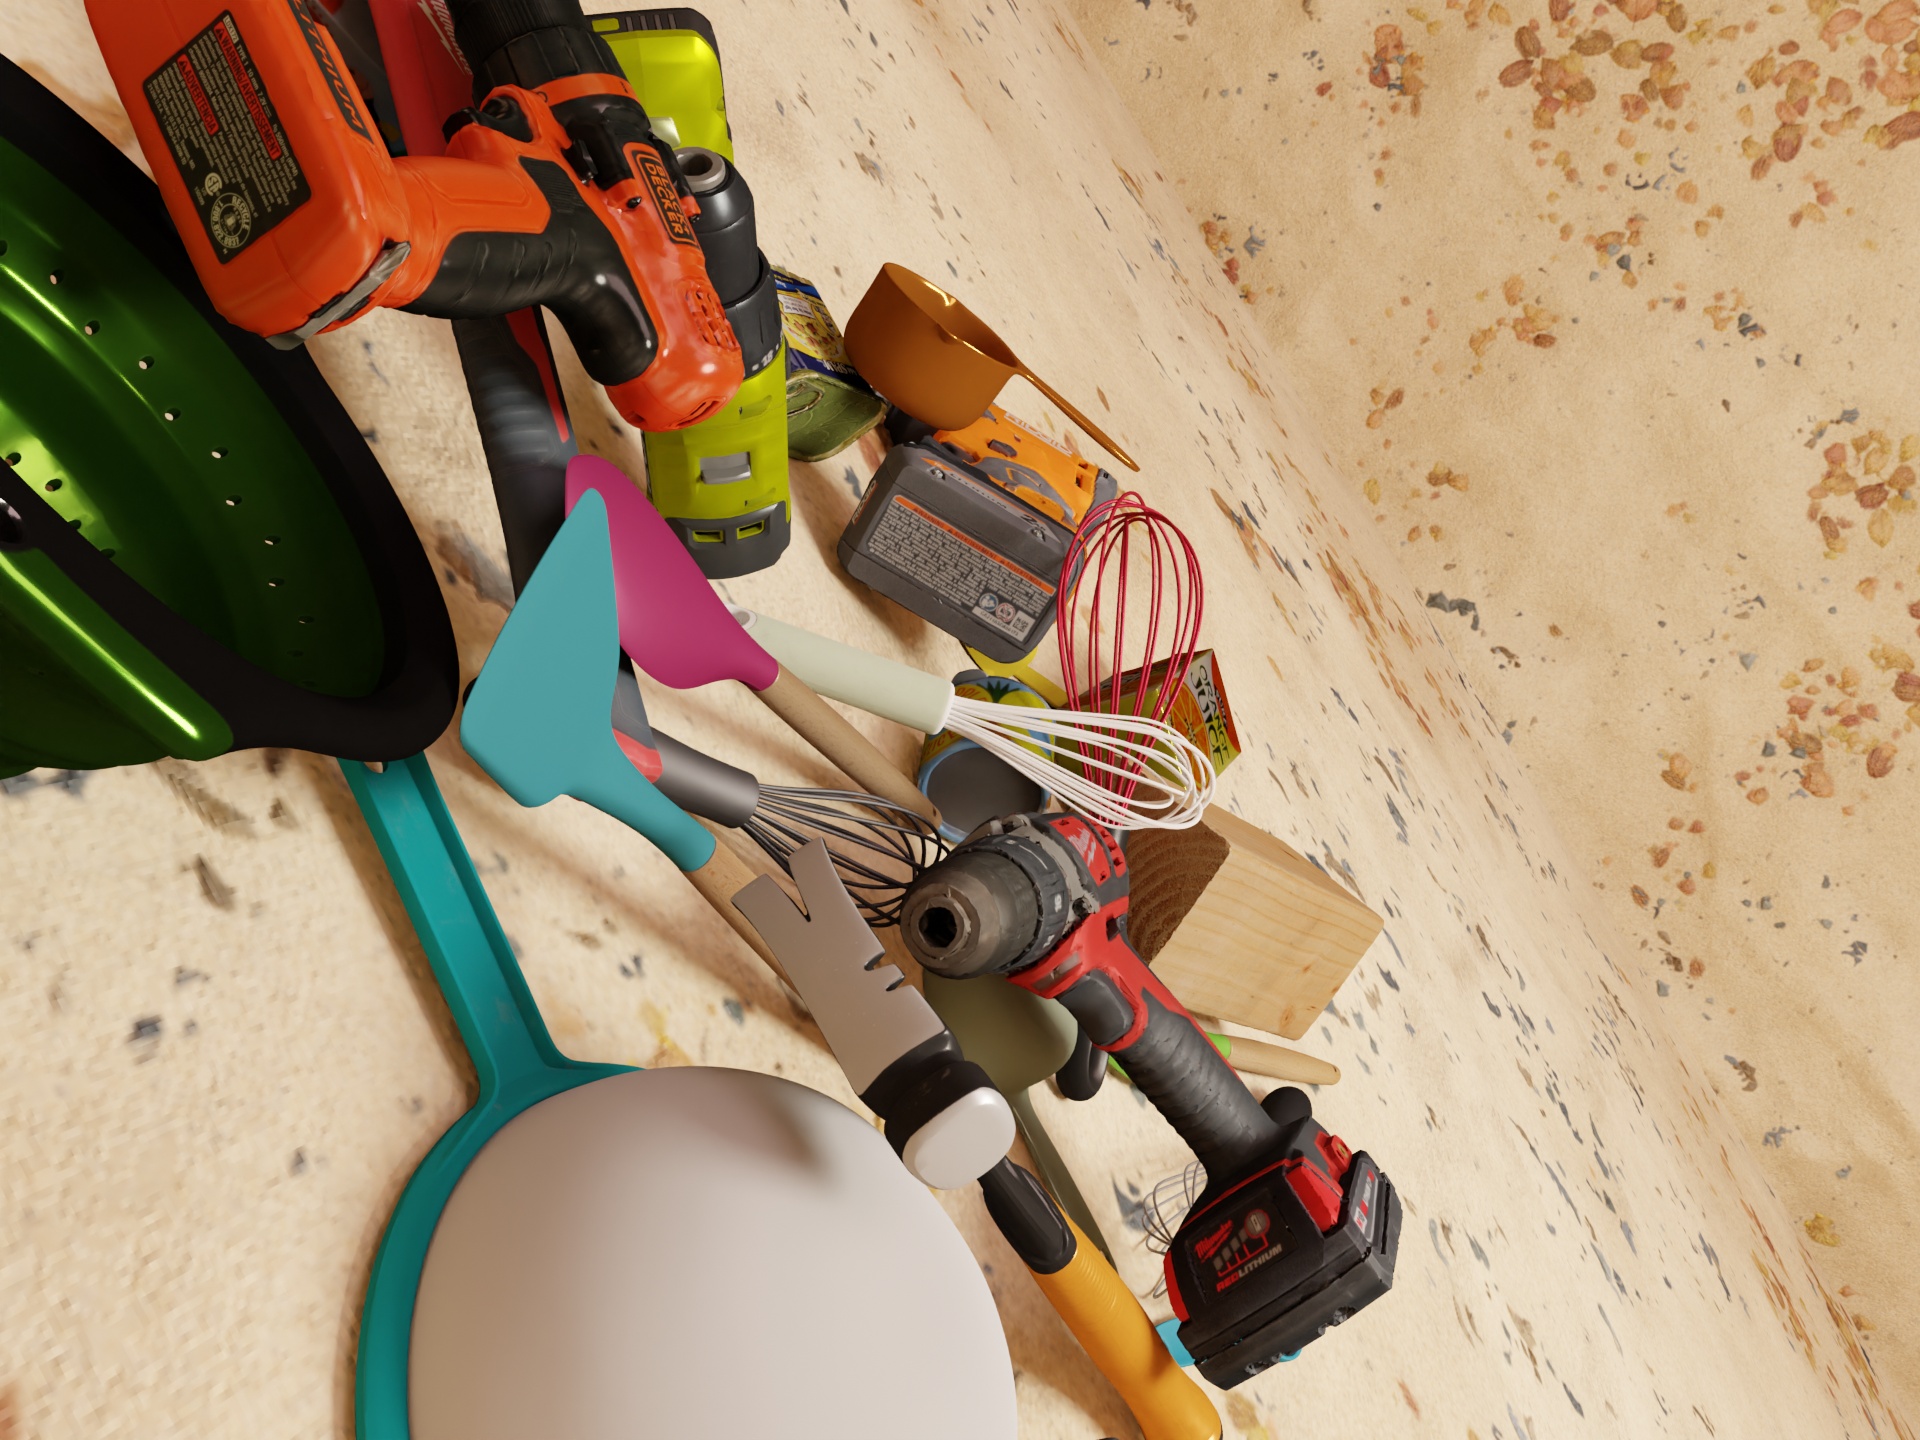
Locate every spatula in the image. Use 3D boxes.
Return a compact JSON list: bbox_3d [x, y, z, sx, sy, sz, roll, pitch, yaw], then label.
[{"bbox_3d":[-0.066,0.059,0.527,0.317,0.044,0.082,56,44,-45],"label":"spatula"}]

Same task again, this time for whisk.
[{"bbox_3d":[-0.001,-0.002,0.697,0.246,0.059,0.058,20,41,-11],"label":"whisk"},{"bbox_3d":[0.072,0.032,0.764,0.073,0.073,0.296,20,74,-55],"label":"whisk"},{"bbox_3d":[0.148,0.232,0.814,0.070,0.070,0.284,62,19,9],"label":"whisk"},{"bbox_3d":[-0.086,0.033,0.606,0.238,0.055,0.055,28,38,-42],"label":"whisk"}]

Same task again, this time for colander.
[{"bbox_3d":[-0.232,-0.089,0.430,0.204,0.094,0.397,54,5,-28],"label":"colander"}]

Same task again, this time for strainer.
[{"bbox_3d":[-0.078,0.122,0.445,0.340,0.095,0.211,63,24,7],"label":"strainer"}]

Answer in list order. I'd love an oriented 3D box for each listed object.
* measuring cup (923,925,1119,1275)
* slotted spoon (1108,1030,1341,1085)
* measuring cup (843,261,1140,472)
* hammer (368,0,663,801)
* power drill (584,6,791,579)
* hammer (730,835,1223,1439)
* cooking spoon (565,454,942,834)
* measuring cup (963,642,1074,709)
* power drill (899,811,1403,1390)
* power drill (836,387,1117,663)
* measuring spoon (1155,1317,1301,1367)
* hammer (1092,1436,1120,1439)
[{"bbox_3d":[0.041,0.164,0.696,0.083,0.038,0.168,2,57,-62],"label":"measuring cup"},{"bbox_3d":[0.159,0.189,0.916,0.313,0.031,0.070,26,35,-53],"label":"slotted spoon"},{"bbox_3d":[0.015,-0.168,0.840,0.173,0.052,0.095,36,21,-15],"label":"measuring cup"},{"bbox_3d":[-0.156,-0.162,0.559,0.143,0.038,0.386,-5,77,-54],"label":"hammer"},{"bbox_3d":[-0.120,-0.199,0.674,0.190,0.080,0.229,96,-20,-53],"label":"power drill"},{"bbox_3d":[0.027,0.177,0.550,0.127,0.034,0.336,47,-11,48],"label":"hammer"},{"bbox_3d":[-0.066,-0.009,0.620,0.318,0.017,0.069,48,31,-61],"label":"cooking spoon"},{"bbox_3d":[0.053,-0.032,0.966,0.156,0.029,0.062,36,32,-39],"label":"measuring cup"},{"bbox_3d":[0.067,0.133,0.614,0.227,0.080,0.188,54,15,11],"label":"power drill"},{"bbox_3d":[0.003,-0.130,0.907,0.164,0.084,0.227,31,25,-4],"label":"power drill"},{"bbox_3d":[0.116,0.285,0.735,0.128,0.021,0.042,12,47,-47],"label":"measuring spoon"},{"bbox_3d":[0.113,0.402,0.494,0.409,0.036,0.149,64,25,-7],"label":"hammer"}]
